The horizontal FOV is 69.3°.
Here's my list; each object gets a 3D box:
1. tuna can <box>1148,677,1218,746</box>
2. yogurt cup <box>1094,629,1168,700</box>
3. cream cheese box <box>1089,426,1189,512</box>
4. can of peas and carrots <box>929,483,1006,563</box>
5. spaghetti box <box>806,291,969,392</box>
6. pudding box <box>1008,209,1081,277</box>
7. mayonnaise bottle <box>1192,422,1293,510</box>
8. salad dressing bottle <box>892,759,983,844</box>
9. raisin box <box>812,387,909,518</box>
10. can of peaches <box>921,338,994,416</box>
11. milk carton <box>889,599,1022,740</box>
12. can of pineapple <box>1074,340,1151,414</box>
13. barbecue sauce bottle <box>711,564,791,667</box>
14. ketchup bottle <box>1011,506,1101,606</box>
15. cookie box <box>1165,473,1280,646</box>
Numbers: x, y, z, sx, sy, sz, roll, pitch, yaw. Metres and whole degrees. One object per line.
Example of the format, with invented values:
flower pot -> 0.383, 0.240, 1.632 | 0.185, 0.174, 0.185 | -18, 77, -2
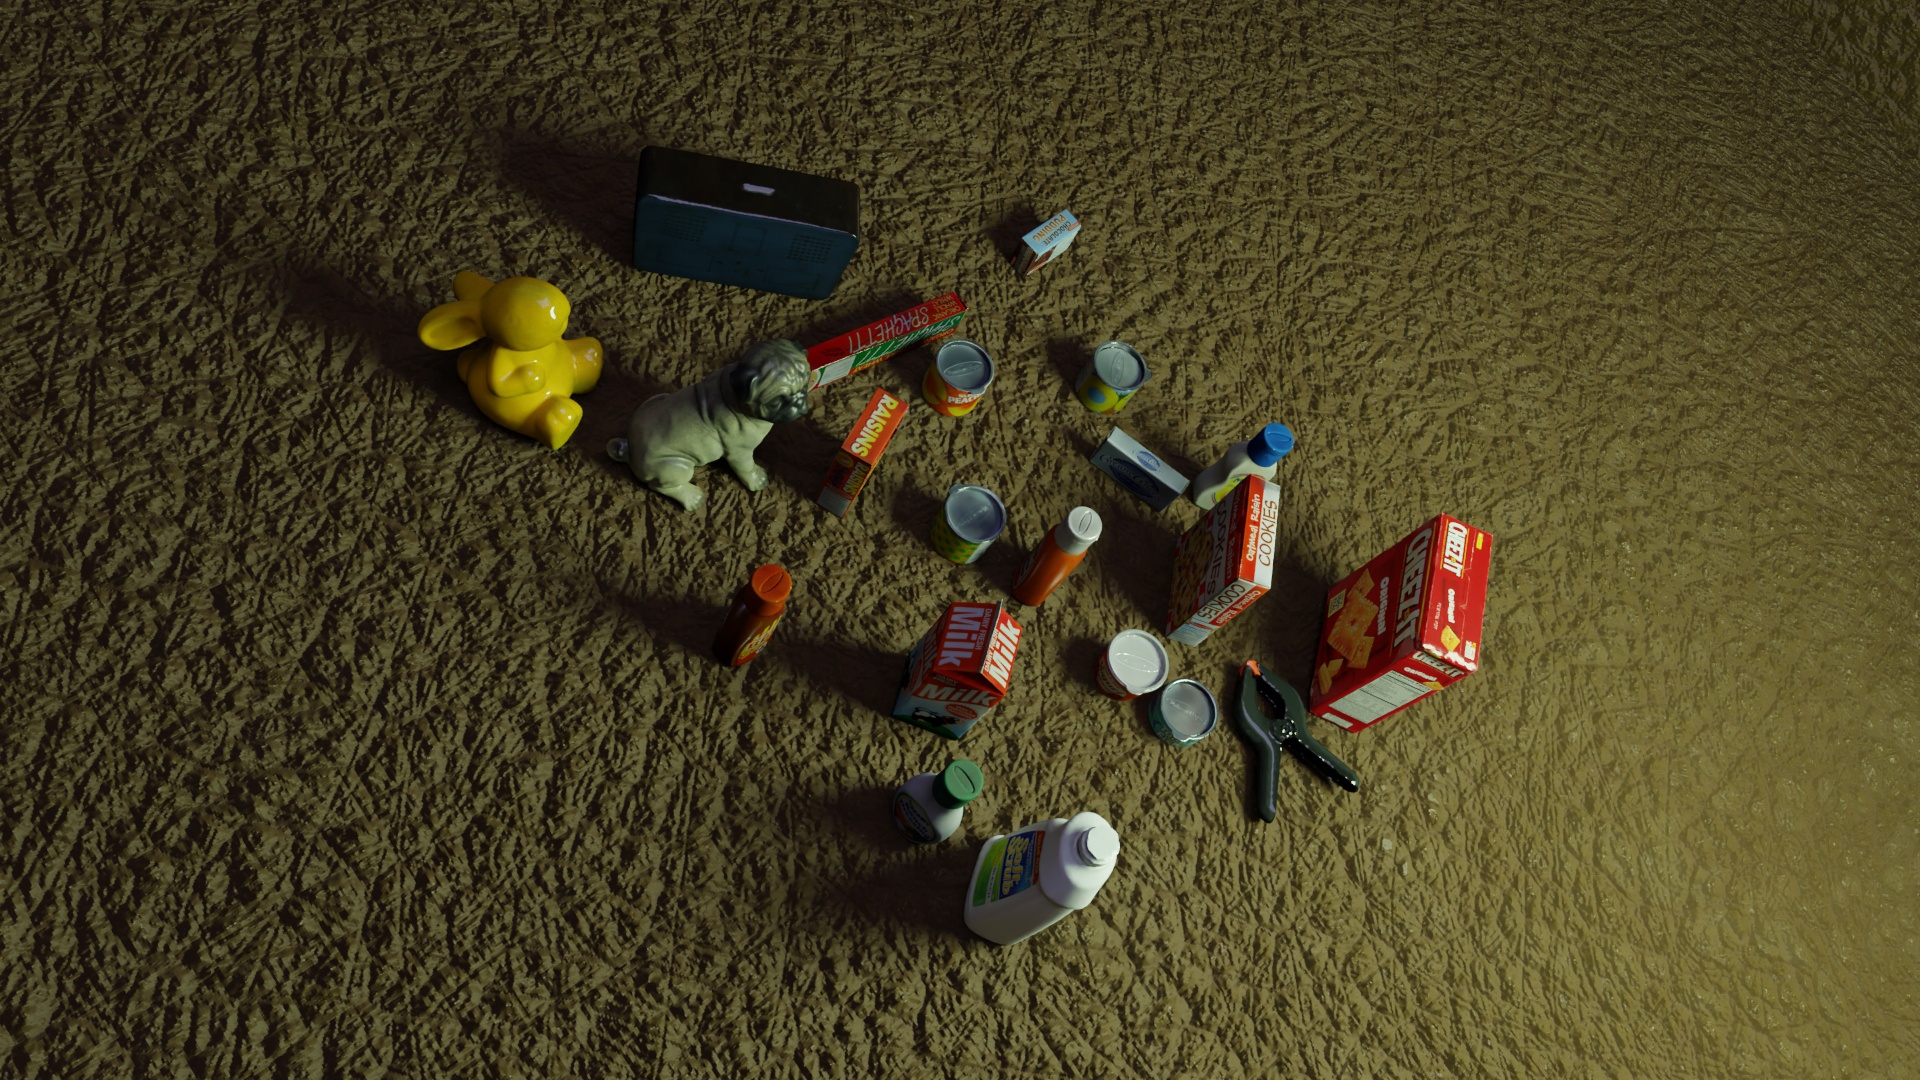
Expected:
tuna can -> 0.230, 0.181, 1.439 | 0.071, 0.032, 0.071 | 8, 63, -16
yogurt cup -> 0.173, 0.131, 1.430 | 0.072, 0.053, 0.072 | 8, 63, -16
cream cheese box -> 0.198, -0.078, 1.541 | 0.104, 0.053, 0.024 | 37, 59, 0
can of peas and carrots -> 0.005, -0.018, 1.439 | 0.071, 0.058, 0.071 | 8, 63, -16
spaghetti box -> -0.102, -0.208, 1.498 | 0.251, 0.050, 0.029 | -27, 77, -29
pudding box -> 0.100, -0.351, 1.642 | 0.084, 0.049, 0.030 | -39, 83, -30
mayonnaise bottle -> 0.313, -0.079, 1.529 | 0.065, 0.147, 0.041 | 9, 63, -16
salad dressing bottle -> -0.020, 0.234, 1.255 | 0.044, 0.147, 0.064 | -32, 79, -29
raisin box -> -0.100, -0.086, 1.397 | 0.040, 0.123, 0.086 | 31, 59, -4
can of peaches -> -0.003, -0.175, 1.513 | 0.071, 0.057, 0.071 | 8, 63, -16
milk carton -> 0.000, 0.118, 1.294 | 0.073, 0.189, 0.073 | 21, 60, -9
can of pineapple -> 0.172, -0.183, 1.581 | 0.071, 0.057, 0.071 | 8, 63, -16
barbecue sauce bottle -> -0.188, 0.066, 1.276 | 0.044, 0.148, 0.065 | 44, 59, 4
ketchup bottle -> 0.099, 0.013, 1.405 | 0.043, 0.148, 0.065 | 29, 59, -5
cookie box -> 0.272, 0.023, 1.453 | 0.040, 0.166, 0.123 | 18, 61, -11
